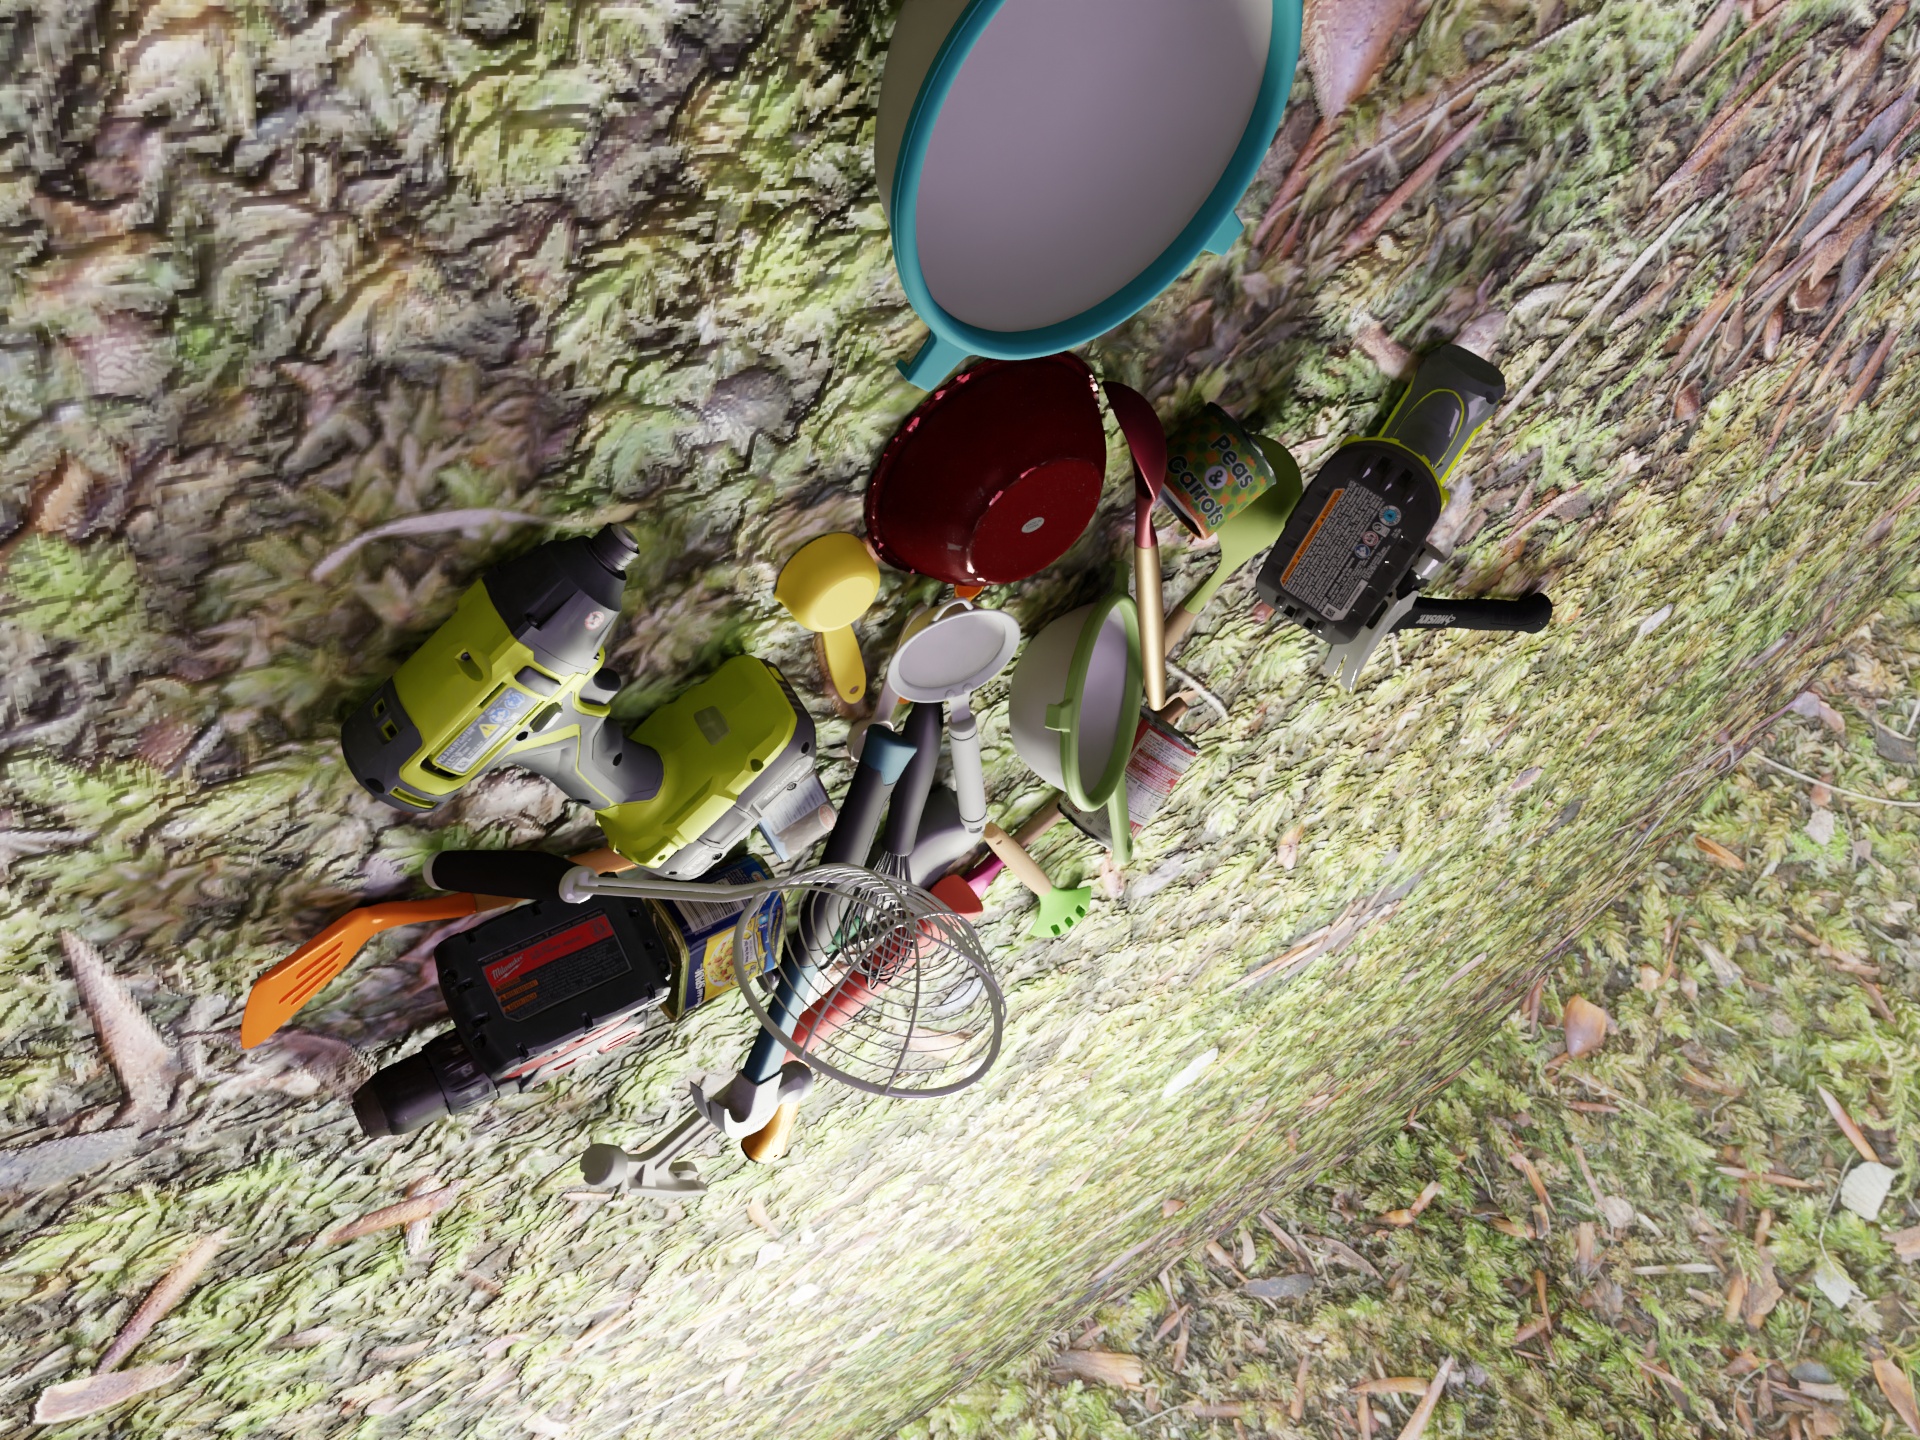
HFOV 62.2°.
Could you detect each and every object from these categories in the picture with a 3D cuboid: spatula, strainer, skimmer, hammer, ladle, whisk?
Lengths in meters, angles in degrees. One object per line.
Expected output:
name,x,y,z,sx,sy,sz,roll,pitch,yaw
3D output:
spatula,-0.259,0.107,0.929,0.322,0.041,0.081,-16,153,-37
strainer,-0.002,-0.003,1.022,0.087,0.050,0.258,-19,141,-10
skimmer,-0.143,0.112,0.780,0.127,0.363,0.090,-21,106,-51
strainer,0.037,-0.305,0.622,0.211,0.095,0.340,-29,148,-22
hammer,-0.132,0.273,1.320,0.127,0.034,0.336,-18,145,-31
hammer,0.457,-0.094,1.462,0.334,0.035,0.146,-3,135,-47
ladle,0.119,-0.098,1.018,0.031,0.069,0.315,-15,145,0
whisk,-0.041,0.085,1.099,0.055,0.055,0.238,-11,124,-40
ladle,0.144,-0.073,1.141,0.078,0.062,0.320,-20,154,-42
strainer,0.081,0.017,1.121,0.256,0.069,0.152,76,31,-48
hammer,-0.122,0.248,1.224,0.359,0.037,0.149,-41,150,9
hammer,-0.099,0.147,1.070,0.128,0.033,0.331,-18,135,-58

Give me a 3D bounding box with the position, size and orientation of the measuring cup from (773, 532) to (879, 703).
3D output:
measuring cup,-0.067,-0.048,0.934,0.062,0.029,0.156,-31,149,-13

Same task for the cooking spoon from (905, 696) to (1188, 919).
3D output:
cooking spoon,0.059,0.088,1.287,0.319,0.017,0.068,-40,156,4

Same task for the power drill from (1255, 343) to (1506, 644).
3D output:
power drill,0.283,-0.143,1.088,0.228,0.080,0.190,-44,165,-52

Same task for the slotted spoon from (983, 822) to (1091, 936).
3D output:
slotted spoon,0.061,0.133,1.318,0.070,0.031,0.313,-38,155,0

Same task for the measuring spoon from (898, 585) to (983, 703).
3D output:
measuring spoon,-0.016,-0.053,1.012,0.021,0.011,0.116,3,136,-31

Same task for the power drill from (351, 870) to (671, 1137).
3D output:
power drill,-0.269,0.182,0.947,0.188,0.080,0.226,-23,167,-25

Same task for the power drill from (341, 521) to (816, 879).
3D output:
power drill,-0.180,-0.005,0.826,0.171,0.080,0.223,-42,148,9

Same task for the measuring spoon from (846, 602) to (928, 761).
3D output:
measuring spoon,-0.047,-0.026,1.013,0.034,0.018,0.124,-12,135,-43
